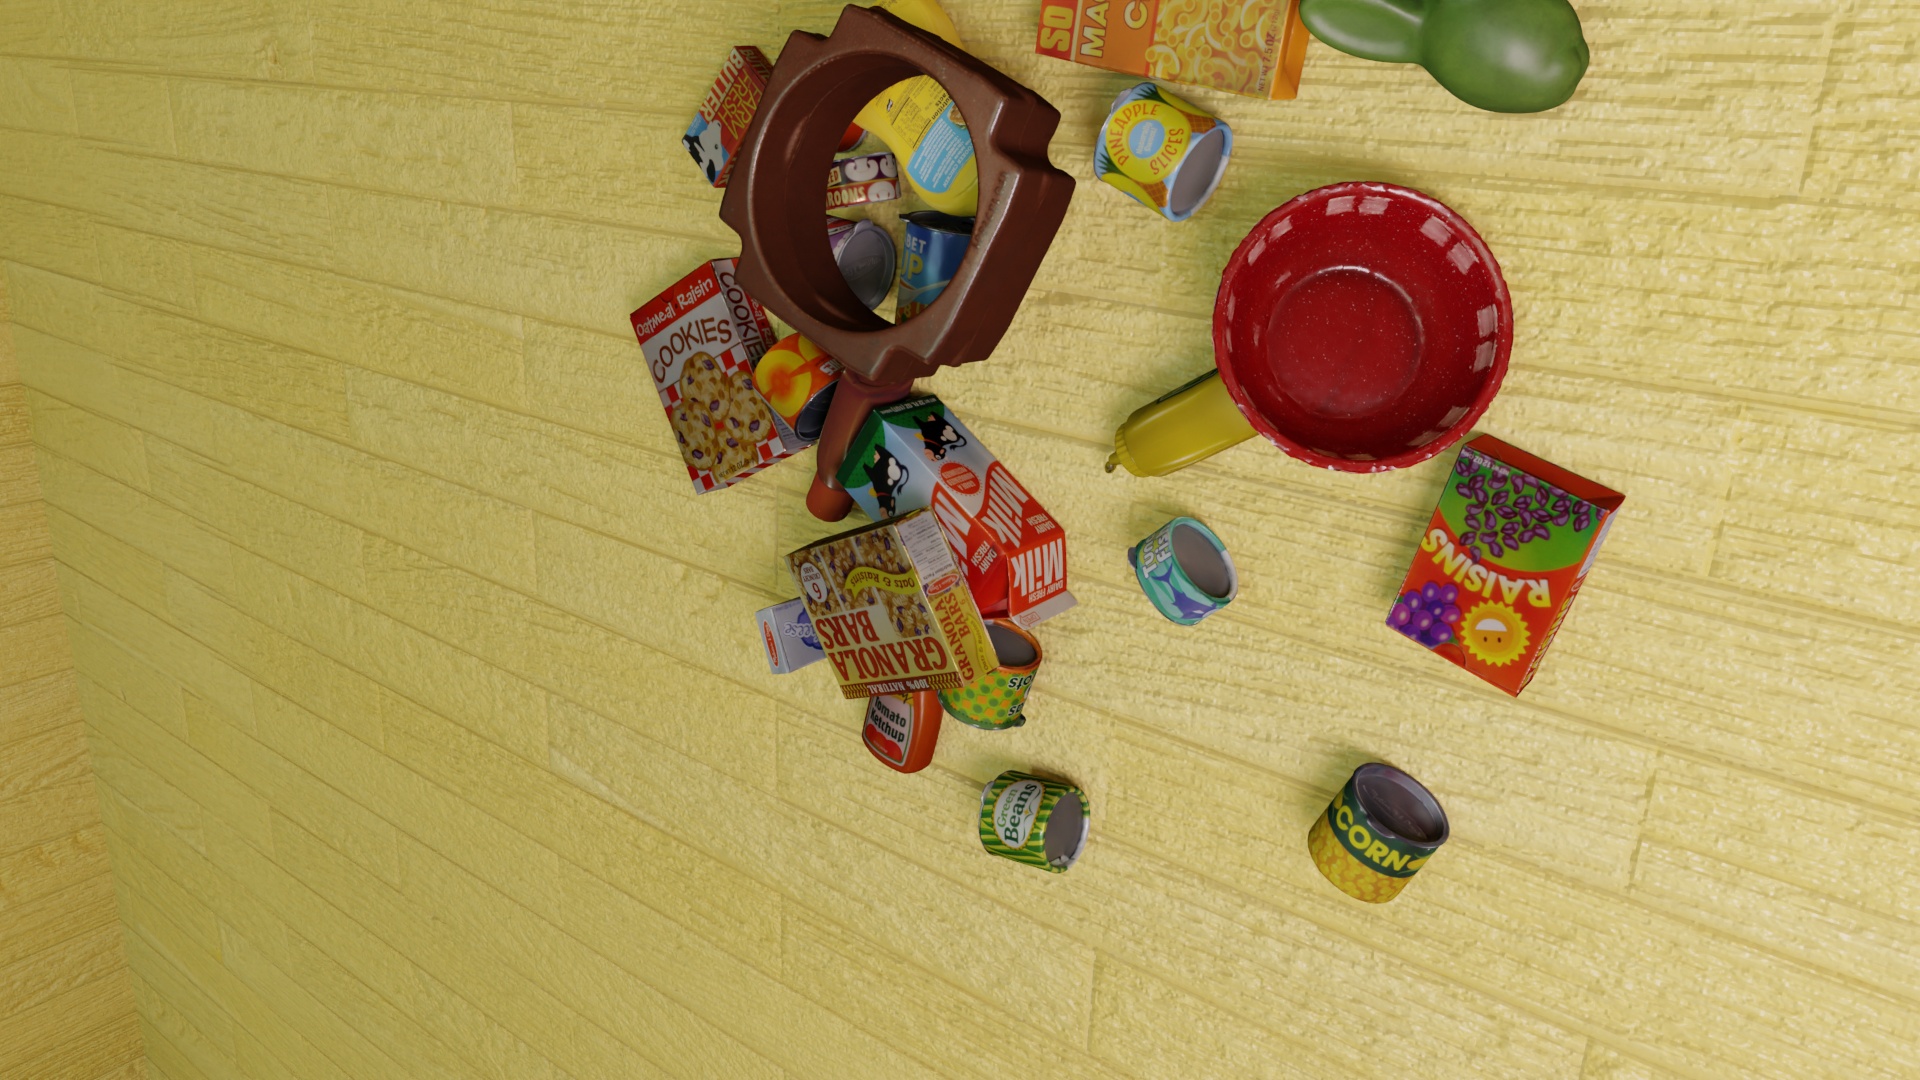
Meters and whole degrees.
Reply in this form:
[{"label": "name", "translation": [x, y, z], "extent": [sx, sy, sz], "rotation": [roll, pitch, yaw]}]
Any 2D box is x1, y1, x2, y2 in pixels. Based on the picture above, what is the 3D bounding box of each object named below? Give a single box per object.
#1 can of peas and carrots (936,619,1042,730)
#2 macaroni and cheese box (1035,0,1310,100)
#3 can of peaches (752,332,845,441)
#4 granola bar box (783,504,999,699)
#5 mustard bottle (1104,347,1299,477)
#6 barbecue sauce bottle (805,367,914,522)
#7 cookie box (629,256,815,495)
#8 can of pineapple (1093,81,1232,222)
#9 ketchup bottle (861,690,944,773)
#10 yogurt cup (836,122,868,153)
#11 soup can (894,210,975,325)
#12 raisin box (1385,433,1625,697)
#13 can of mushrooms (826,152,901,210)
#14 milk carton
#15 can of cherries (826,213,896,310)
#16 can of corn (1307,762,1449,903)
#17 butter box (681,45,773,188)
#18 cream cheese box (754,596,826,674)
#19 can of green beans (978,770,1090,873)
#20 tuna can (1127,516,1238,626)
[{"label": "can of peas and carrots", "translation": [0.024, 0.099, 1.030], "extent": [0.071, 0.071, 0.058], "rotation": [34, 122, 27]}, {"label": "macaroni and cheese box", "translation": [0.130, -0.338, 0.825], "extent": [0.166, 0.040, 0.123], "rotation": [23, 117, 32]}, {"label": "can of peaches", "translation": [-0.118, -0.122, 1.079], "extent": [0.058, 0.071, 0.071], "rotation": [46, 127, 20]}, {"label": "granola bar box", "translation": [-0.053, 0.049, 1.010], "extent": [0.165, 0.039, 0.124], "rotation": [-15, 100, 55]}, {"label": "mustard bottle", "translation": [0.145, -0.074, 0.880], "extent": [0.159, 0.065, 0.049], "rotation": [-25, 91, 45]}, {"label": "barbecue sauce bottle", "translation": [-0.083, -0.075, 1.069], "extent": [0.044, 0.065, 0.147], "rotation": [42, 135, 17]}, {"label": "cookie box", "translation": [-0.202, -0.136, 1.159], "extent": [0.122, 0.040, 0.167], "rotation": [-21, 89, 41]}, {"label": "can of pineapple", "translation": [0.123, -0.236, 0.843], "extent": [0.058, 0.071, 0.070], "rotation": [37, 124, 24]}, {"label": "ketchup bottle", "translation": [-0.037, 0.108, 1.098], "extent": [0.065, 0.044, 0.148], "rotation": [33, 122, 35]}, {"label": "yogurt cup", "translation": [-0.106, -0.318, 1.016], "extent": [0.072, 0.054, 0.072], "rotation": [13, 111, 37]}, {"label": "soup can", "translation": [-0.013, -0.182, 0.970], "extent": [0.071, 0.071, 0.083], "rotation": [25, 118, 32]}, {"label": "raisin box", "translation": [0.307, 0.014, 0.789], "extent": [0.086, 0.040, 0.122], "rotation": [31, 122, 28]}, {"label": "can of mushrooms", "translation": [-0.078, -0.258, 1.000], "extent": [0.071, 0.071, 0.033], "rotation": [2, 107, 39]}, {"label": "milk carton", "translation": [0.004, -0.013, 1.007], "extent": [0.191, 0.072, 0.073], "rotation": [47, 128, 18]}, {"label": "can of cherries", "translation": [-0.090, -0.208, 1.029], "extent": [0.058, 0.072, 0.071], "rotation": [23, 117, 34]}, {"label": "can of corn", "translation": [0.257, 0.183, 0.861], "extent": [0.071, 0.071, 0.058], "rotation": [41, 126, 22]}, {"label": "butter box", "translation": [-0.178, -0.332, 1.090], "extent": [0.053, 0.024, 0.103], "rotation": [55, 130, 13]}, {"label": "cream cheese box", "translation": [-0.111, 0.066, 1.105], "extent": [0.024, 0.104, 0.053], "rotation": [-11, 95, 45]}, {"label": "can of green beans", "translation": [0.056, 0.210, 1.037], "extent": [0.058, 0.071, 0.071], "rotation": [7, 108, 38]}, {"label": "tuna can", "translation": [0.145, 0.018, 0.903], "extent": [0.032, 0.071, 0.071], "rotation": [-39, 78, 38]}]
